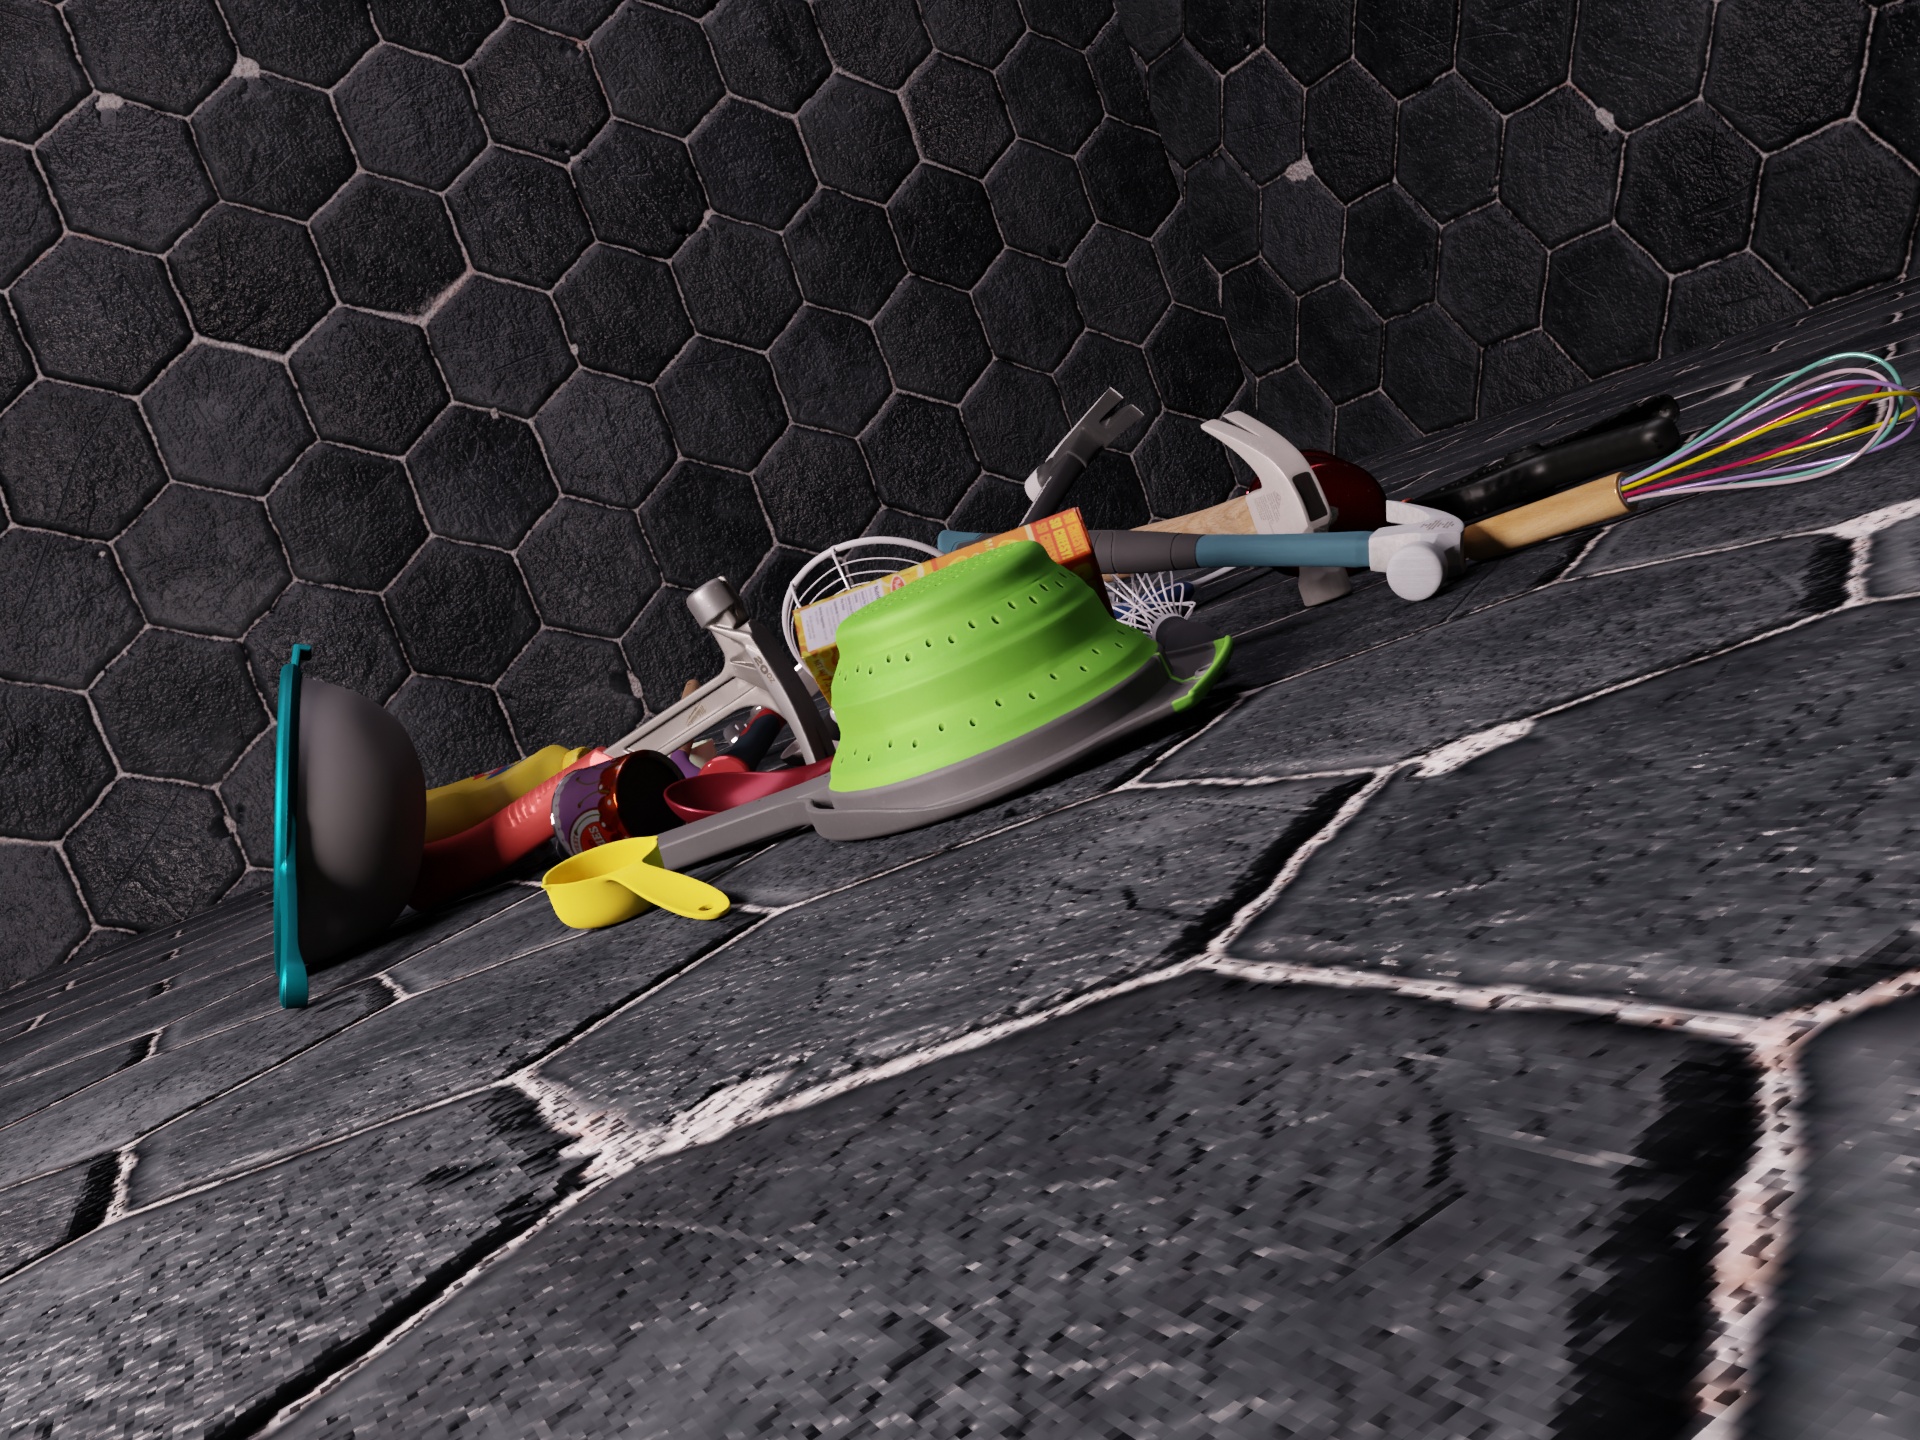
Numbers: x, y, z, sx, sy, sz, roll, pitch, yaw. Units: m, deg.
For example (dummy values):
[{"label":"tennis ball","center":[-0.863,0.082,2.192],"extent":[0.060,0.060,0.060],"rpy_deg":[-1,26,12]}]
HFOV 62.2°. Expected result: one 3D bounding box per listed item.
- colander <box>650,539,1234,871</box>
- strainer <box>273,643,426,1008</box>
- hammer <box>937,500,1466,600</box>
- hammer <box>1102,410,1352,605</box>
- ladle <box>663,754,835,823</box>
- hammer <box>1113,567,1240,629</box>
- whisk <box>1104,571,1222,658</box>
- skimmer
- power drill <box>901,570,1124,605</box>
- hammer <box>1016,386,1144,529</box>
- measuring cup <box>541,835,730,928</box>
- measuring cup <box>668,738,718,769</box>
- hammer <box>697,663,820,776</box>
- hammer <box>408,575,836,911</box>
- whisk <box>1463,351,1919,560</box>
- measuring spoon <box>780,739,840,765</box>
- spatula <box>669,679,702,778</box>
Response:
[{"label":"colander","center":[-0.065,-0.001,0.808],"extent":[0.397,0.094,0.204],"rpy_deg":[-20,10,24]},{"label":"strainer","center":[-0.391,0.090,1.027],"extent":[0.095,0.211,0.341],"rpy_deg":[1,20,-23]},{"label":"hammer","center":[0.130,-0.100,0.943],"extent":[0.331,0.033,0.128],"rpy_deg":[3,18,28]},{"label":"hammer","center":[0.139,-0.126,1.112],"extent":[0.031,0.130,0.331],"rpy_deg":[-23,7,-26]},{"label":"ladle","center":[-0.033,0.009,0.990],"extent":[0.315,0.031,0.069],"rpy_deg":[-21,28,-24]},{"label":"hammer","center":[0.190,-0.110,1.291],"extent":[0.144,0.035,0.405],"rpy_deg":[-15,8,47]},{"label":"whisk","center":[0.120,-0.055,0.946],"extent":[0.070,0.070,0.285],"rpy_deg":[-20,10,2]},{"label":"skimmer","center":[-0.066,-0.040,1.093],"extent":[0.127,0.090,0.363],"rpy_deg":[11,-8,-8]},{"label":"power drill","center":[0.038,-0.117,1.434],"extent":[0.185,0.084,0.226],"rpy_deg":[4,0,-10]},{"label":"hammer","center":[0.044,-0.129,1.214],"extent":[0.146,0.035,0.335],"rpy_deg":[-44,12,49]},{"label":"measuring cup","center":[-0.142,0.084,0.730],"extent":[0.062,0.029,0.157],"rpy_deg":[-24,18,-31]},{"label":"measuring cup","center":[-0.269,0.061,1.307],"extent":[0.167,0.038,0.083],"rpy_deg":[-28,9,-40]},{"label":"hammer","center":[-0.147,0.001,1.253],"extent":[0.143,0.038,0.386],"rpy_deg":[-44,7,5]},{"label":"hammer","center":[-0.249,0.052,1.080],"extent":[0.359,0.149,0.037],"rpy_deg":[-31,1,26]},{"label":"whisk","center":[0.355,-0.124,0.804],"extent":[0.047,0.051,0.245],"rpy_deg":[-32,8,-37]},{"label":"measuring spoon","center":[-0.099,0.026,1.157],"extent":[0.034,0.018,0.124],"rpy_deg":[-42,19,-16]},{"label":"spatula","center":[-0.227,0.022,1.280],"extent":[0.060,0.018,0.316],"rpy_deg":[-20,20,2]}]
